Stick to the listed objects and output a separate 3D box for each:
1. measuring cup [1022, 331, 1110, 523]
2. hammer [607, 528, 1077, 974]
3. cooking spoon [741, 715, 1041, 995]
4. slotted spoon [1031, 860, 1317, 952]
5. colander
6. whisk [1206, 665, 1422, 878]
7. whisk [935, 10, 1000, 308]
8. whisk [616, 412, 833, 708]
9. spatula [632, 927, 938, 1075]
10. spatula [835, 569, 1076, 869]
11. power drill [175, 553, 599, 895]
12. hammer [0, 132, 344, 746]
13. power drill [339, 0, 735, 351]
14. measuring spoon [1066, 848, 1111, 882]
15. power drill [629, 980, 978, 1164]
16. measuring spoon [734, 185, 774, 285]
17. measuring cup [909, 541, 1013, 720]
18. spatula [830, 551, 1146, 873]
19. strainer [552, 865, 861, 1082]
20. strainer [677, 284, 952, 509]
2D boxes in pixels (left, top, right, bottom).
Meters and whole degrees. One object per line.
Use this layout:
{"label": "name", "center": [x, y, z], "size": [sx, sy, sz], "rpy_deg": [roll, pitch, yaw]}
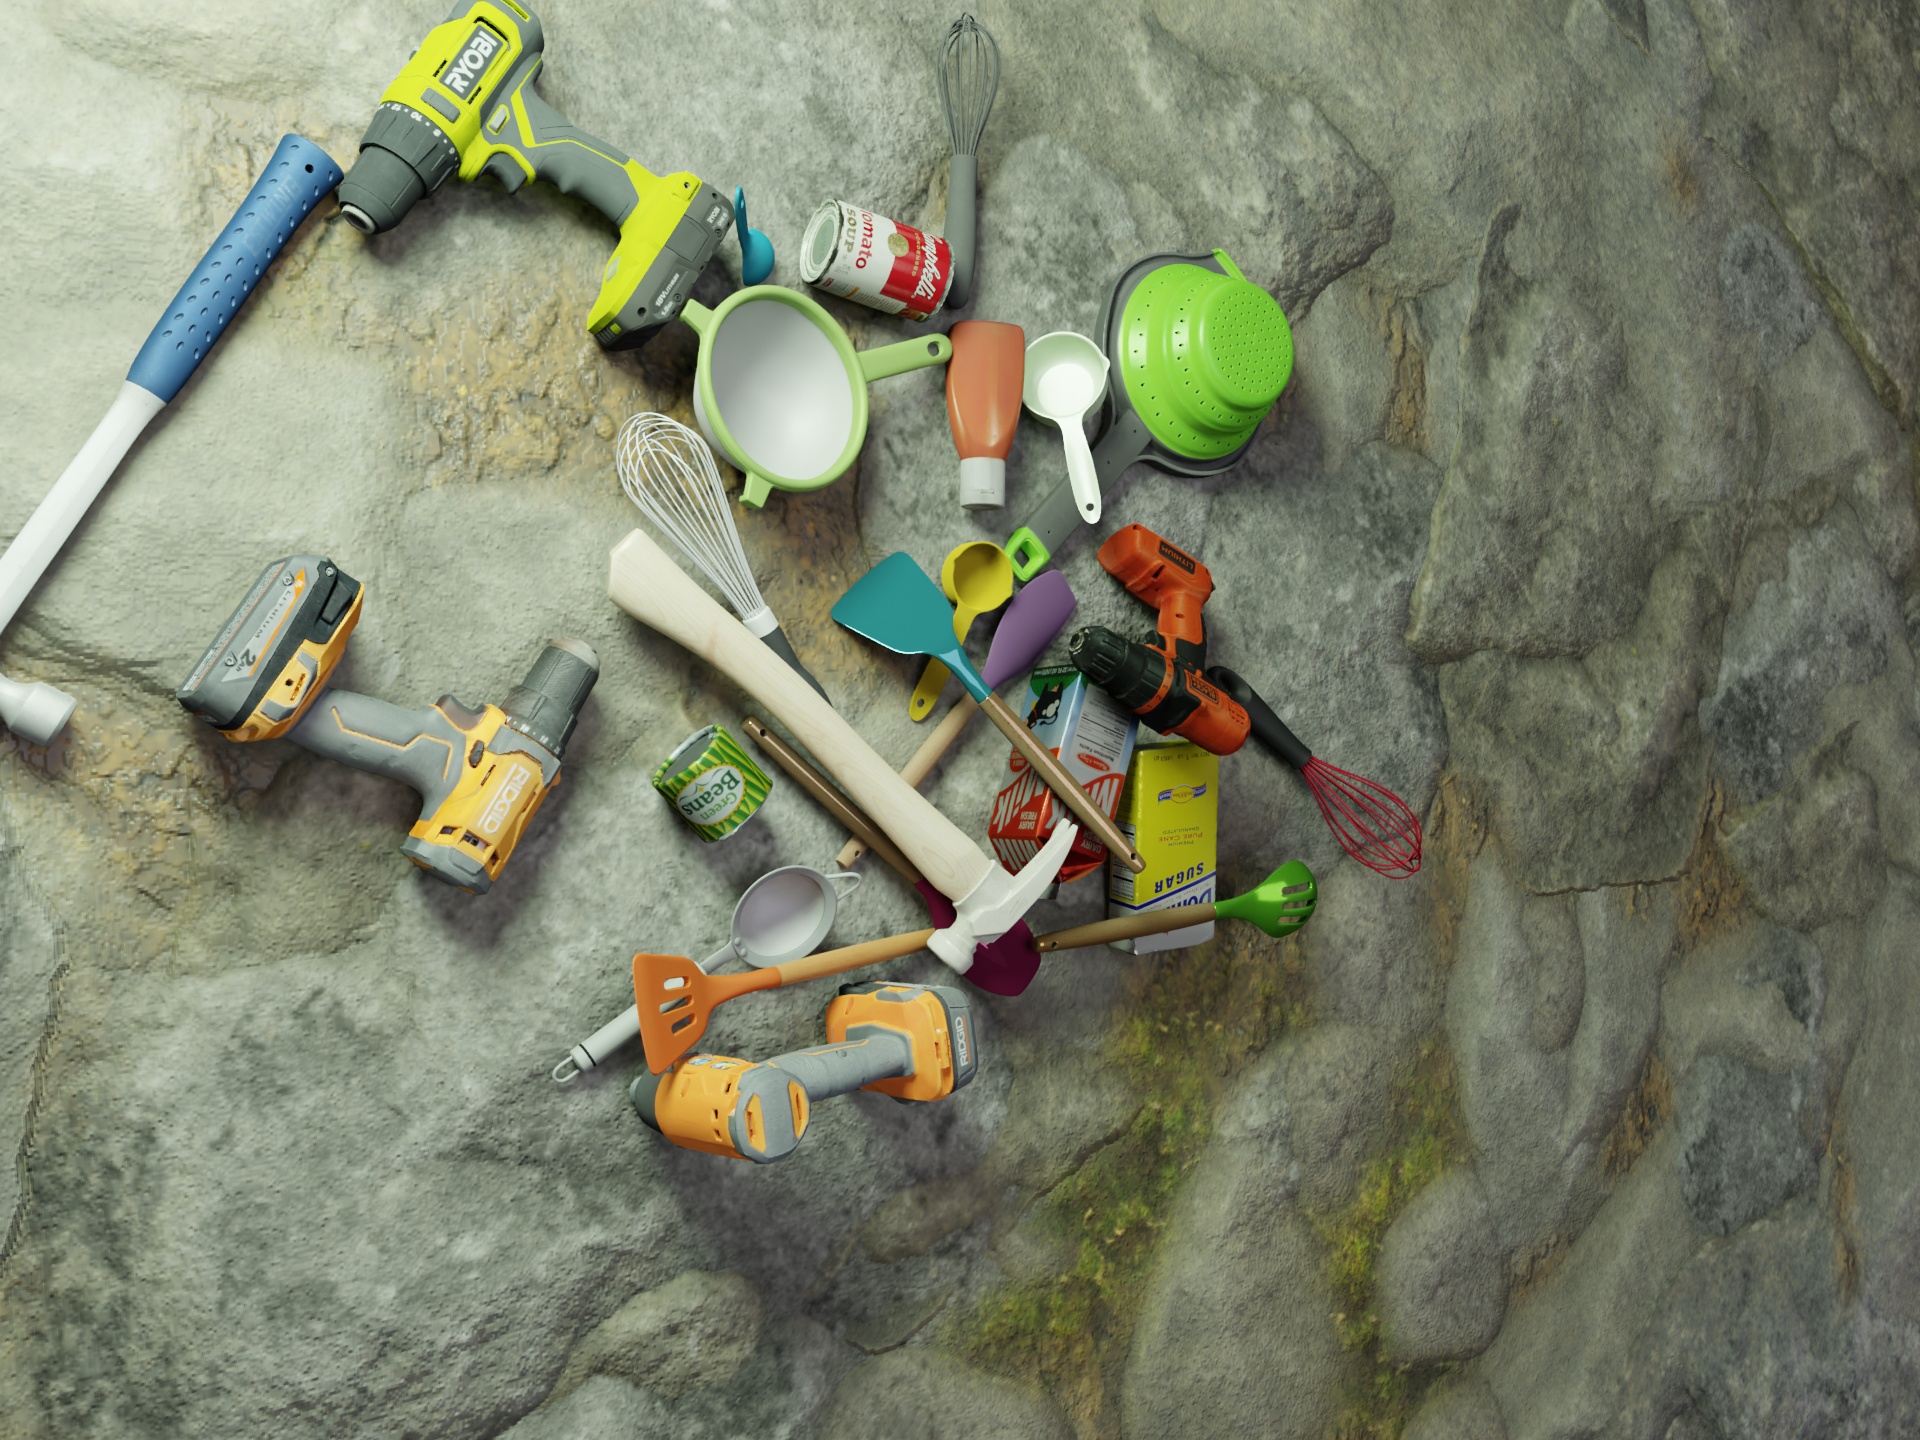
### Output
{"label": "measuring cup", "center": [0.094, -0.238, 1.317], "size": [0.083, 0.038, 0.168], "rpy_deg": [-13, 79, 9]}
{"label": "hammer", "center": [-0.090, 0.007, 1.168], "size": [0.146, 0.038, 0.410], "rpy_deg": [-47, 108, -5]}
{"label": "cooking spoon", "center": [-0.050, 0.105, 1.227], "size": [0.318, 0.017, 0.069], "rpy_deg": [44, 67, -19]}
{"label": "slotted spoon", "center": [0.192, 0.168, 1.344], "size": [0.313, 0.031, 0.070], "rpy_deg": [-5, 104, -32]}
{"label": "colander", "center": [0.177, -0.264, 1.366], "size": [0.204, 0.094, 0.397], "rpy_deg": [49, 64, -21]}
{"label": "whisk", "center": [0.330, 0.048, 1.477], "size": [0.295, 0.073, 0.073], "rpy_deg": [41, 67, -17]}
{"label": "whisk", "center": [0.001, -0.455, 1.296], "size": [0.055, 0.055, 0.239], "rpy_deg": [2, 92, -33]}
{"label": "whisk", "center": [-0.162, -0.099, 1.167], "size": [0.070, 0.070, 0.284], "rpy_deg": [-41, 114, -27]}
{"label": "spatula", "center": [-0.110, 0.182, 1.159], "size": [0.322, 0.041, 0.081], "rpy_deg": [-7, 86, -45]}
{"label": "spatula", "center": [-0.002, -0.004, 1.284], "size": [0.316, 0.018, 0.059], "rpy_deg": [-52, 129, -22]}
{"label": "power drill", "center": [-0.353, -0.018, 1.028], "size": [0.226, 0.084, 0.185], "rpy_deg": [39, 68, -30]}
{"label": "hammer", "center": [-0.505, -0.193, 0.962], "size": [0.144, 0.035, 0.406], "rpy_deg": [35, 70, -27]}
{"label": "power drill", "center": [-0.288, -0.359, 1.086], "size": [0.228, 0.080, 0.191], "rpy_deg": [35, 70, -24]}
{"label": "measuring spoon", "center": [0.130, 0.108, 1.368], "size": [0.117, 0.011, 0.021], "rpy_deg": [-31, 104, -30]}
{"label": "power drill", "center": [-0.116, 0.249, 1.135], "size": [0.226, 0.164, 0.084], "rpy_deg": [-10, 93, -45]}
{"label": "measuring spoon", "center": [-0.148, -0.351, 1.147], "size": [0.021, 0.128, 0.042], "rpy_deg": [8, 82, -2]}
{"label": "measuring cup", "center": [-0.009, -0.073, 1.287], "size": [0.062, 0.029, 0.156], "rpy_deg": [28, 85, -29]}
{"label": "spatula", "center": [0.034, 0.002, 1.245], "size": [0.082, 0.044, 0.317], "rpy_deg": [-44, 96, -21]}
{"label": "strainer", "center": [-0.185, 0.177, 1.148], "size": [0.258, 0.050, 0.086], "rpy_deg": [-35, 128, -23]}
{"label": "strainer", "center": [-0.111, -0.255, 1.208], "size": [0.256, 0.069, 0.151], "rpy_deg": [-27, 103, -43]}
